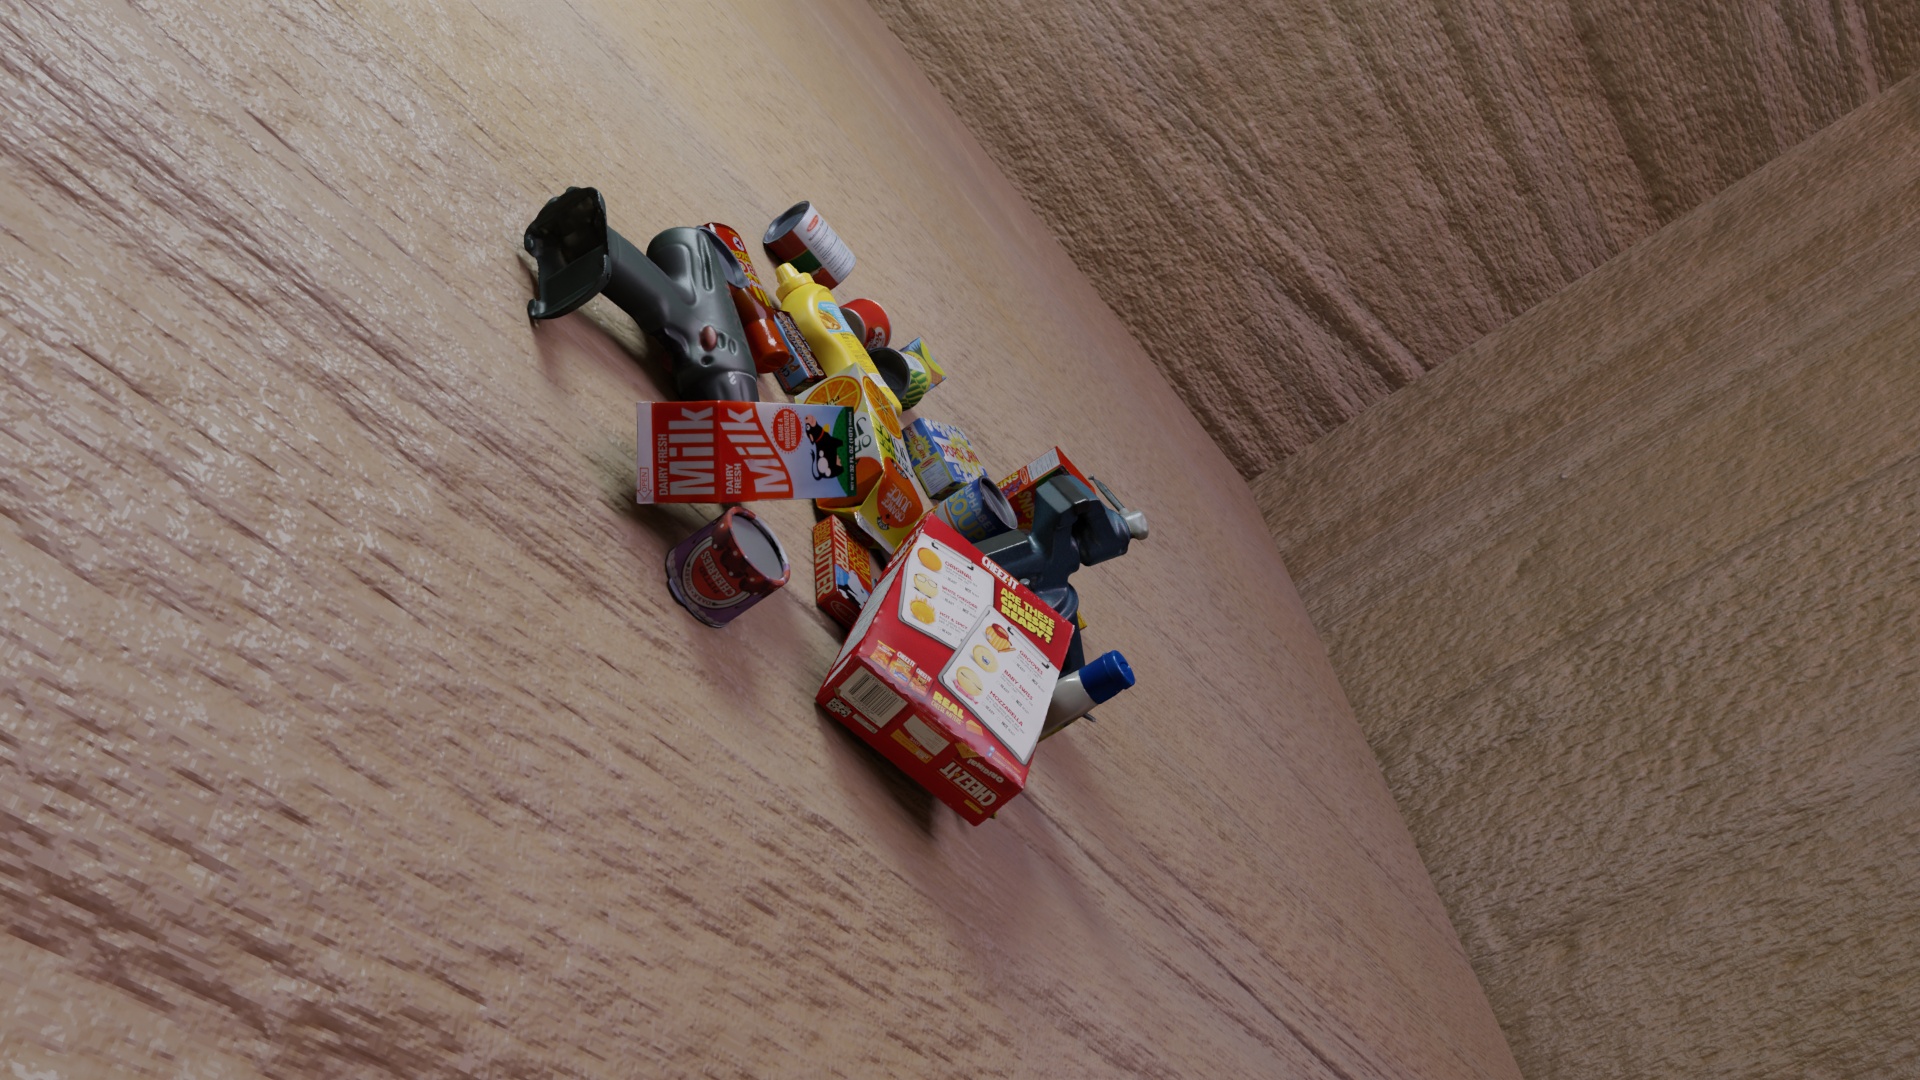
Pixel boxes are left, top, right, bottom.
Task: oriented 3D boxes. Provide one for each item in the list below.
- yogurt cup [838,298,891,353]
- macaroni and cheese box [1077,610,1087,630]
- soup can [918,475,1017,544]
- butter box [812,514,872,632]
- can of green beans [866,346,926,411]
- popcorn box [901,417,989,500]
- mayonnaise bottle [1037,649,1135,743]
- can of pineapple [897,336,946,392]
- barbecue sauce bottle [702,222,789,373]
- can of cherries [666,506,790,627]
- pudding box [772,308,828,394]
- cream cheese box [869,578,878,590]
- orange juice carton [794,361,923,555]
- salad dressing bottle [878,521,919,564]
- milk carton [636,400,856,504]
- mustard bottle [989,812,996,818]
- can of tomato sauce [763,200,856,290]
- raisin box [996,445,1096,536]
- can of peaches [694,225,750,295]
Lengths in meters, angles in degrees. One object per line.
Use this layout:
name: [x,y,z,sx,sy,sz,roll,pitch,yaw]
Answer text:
yogurt cup: [-0.116,-0.228,1.510,0.072,0.072,0.054,57,25,1]
macaroni and cheese box: [0.076,0.060,1.556,0.124,0.040,0.167,59,17,8]
soup can: [0.005,-0.018,1.431,0.071,0.083,0.072,49,19,-23]
butter box: [-0.099,0.029,1.174,0.053,0.024,0.104,45,21,-35]
can of green beans: [-0.076,-0.174,1.512,0.071,0.071,0.058,60,15,9]
popcorn box: [-0.016,-0.089,1.573,0.085,0.038,0.127,62,18,12]
mayonnaise bottle: [0.086,0.150,1.249,0.041,0.148,0.065,60,18,10]
can of pineapple: [-0.058,-0.192,1.591,0.058,0.071,0.071,55,17,-7]
barbecue sauce bottle: [-0.205,-0.225,1.301,0.149,0.043,0.065,64,18,19]
can of cherries: [-0.162,0.019,0.968,0.071,0.058,0.072,50,18,-23]
pudding box: [-0.168,-0.183,1.348,0.084,0.030,0.050,60,19,9]
cream cheese box: [-0.048,0.079,1.220,0.103,0.024,0.053,39,25,-44]
orange juice carton: [-0.091,-0.066,1.272,0.071,0.073,0.193,48,19,-46]
salad dressing bottle: [-0.037,0.033,1.300,0.148,0.044,0.064,61,16,9]
milk carton: [-0.163,-0.064,1.010,0.191,0.073,0.072,-4,94,-55]
mustard bottle: [0.000,0.163,1.162,0.065,0.048,0.161,26,35,-44]
can of tomato sauce: [-0.167,-0.321,1.534,0.083,0.071,0.071,47,20,-30]
raisin box: [0.088,-0.045,1.630,0.086,0.123,0.040,44,22,-37]
can of peaches: [-0.230,-0.231,1.221,0.071,0.058,0.071,50,18,-22]
